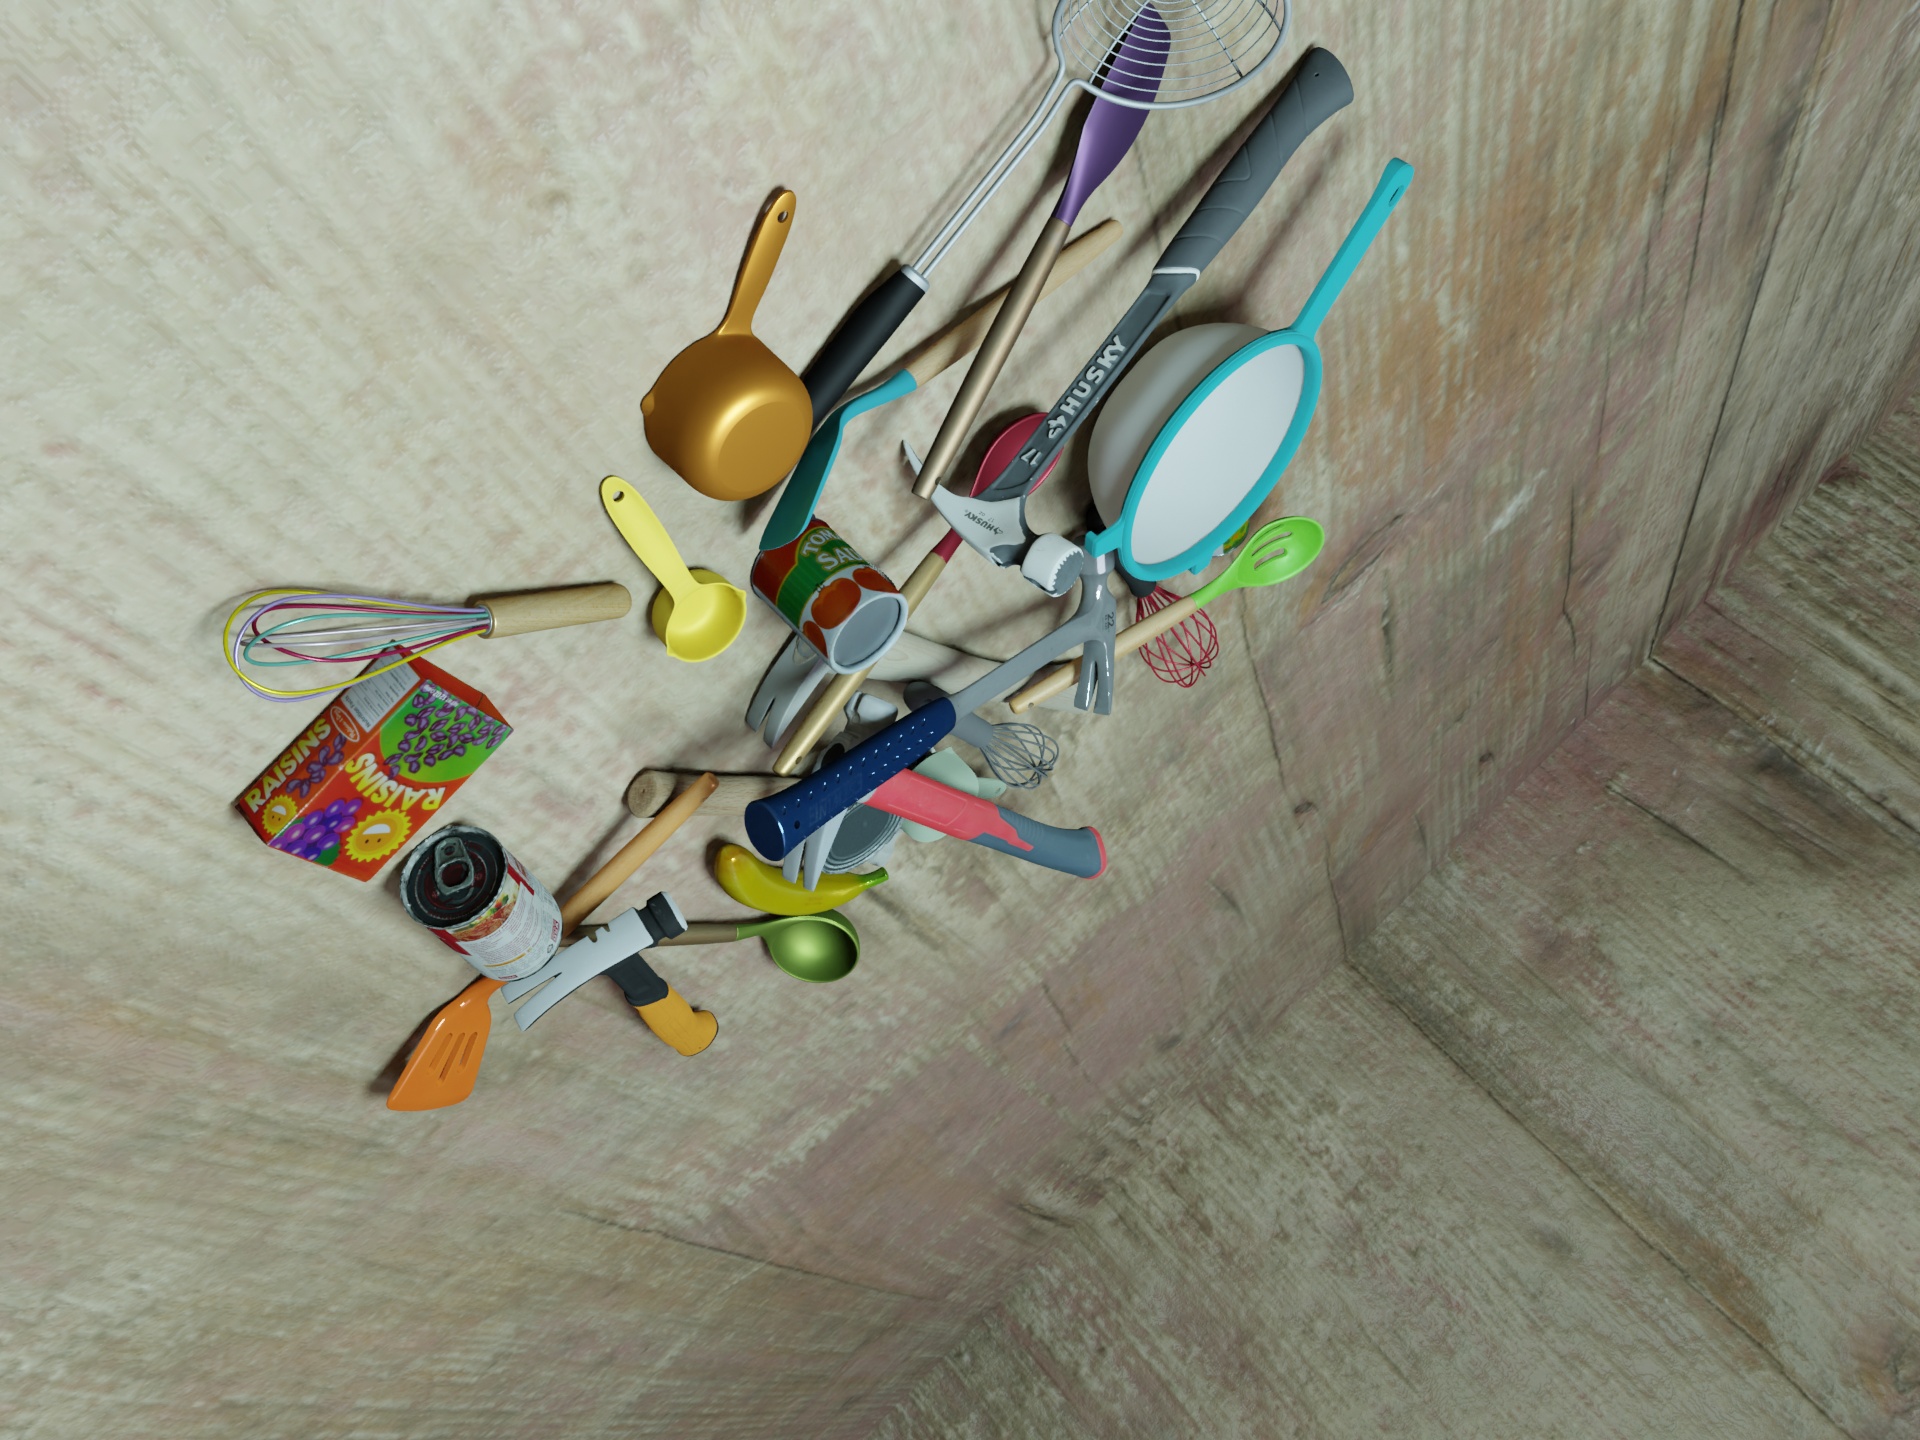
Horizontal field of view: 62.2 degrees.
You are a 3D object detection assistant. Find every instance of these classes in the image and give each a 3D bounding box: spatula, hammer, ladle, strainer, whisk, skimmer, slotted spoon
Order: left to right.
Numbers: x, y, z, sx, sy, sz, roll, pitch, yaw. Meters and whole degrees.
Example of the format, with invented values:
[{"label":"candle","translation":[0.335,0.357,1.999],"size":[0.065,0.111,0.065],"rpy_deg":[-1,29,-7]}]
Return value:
[{"label":"whisk","translation":[-0.272,-0.055,0.845],"size":[0.245,0.047,0.051],"rpy_deg":[-16,152,-51]},{"label":"spatula","translation":[-0.275,0.153,1.096],"size":[0.322,0.041,0.081],"rpy_deg":[-43,157,12]},{"label":"hammer","translation":[-0.239,0.214,1.200],"size":[0.127,0.034,0.336],"rpy_deg":[-31,161,-10]},{"label":"ladle","translation":[-0.195,0.179,1.255],"size":[0.078,0.062,0.320],"rpy_deg":[-36,156,26]},{"label":"hammer","translation":[-0.123,0.057,1.212],"size":[0.130,0.031,0.331],"rpy_deg":[-55,151,18]},{"label":"ladle","translation":[-0.029,-0.088,1.073],"size":[0.315,0.031,0.069],"rpy_deg":[-54,147,-14]},{"label":"spatula","translation":[-0.007,-0.216,0.987],"size":[0.317,0.044,0.082],"rpy_deg":[-40,-165,-18]},{"label":"hammer","translation":[-0.003,-0.030,1.259],"size":[0.146,0.038,0.410],"rpy_deg":[-53,152,16]},{"label":"hammer","translation":[-0.002,-0.004,1.139],"size":[0.405,0.035,0.144],"rpy_deg":[-34,127,-44]},{"label":"hammer","translation":[0.007,0.093,1.258],"size":[0.386,0.038,0.143],"rpy_deg":[25,86,-54]},{"label":"whisk","translation":[0.018,0.009,1.257],"size":[0.055,0.055,0.238],"rpy_deg":[-49,150,6]},{"label":"skimmer","translation":[0.028,-0.283,0.888],"size":[0.363,0.090,0.127],"rpy_deg":[-49,144,11]},{"label":"spatula","translation":[0.049,-0.275,0.955],"size":[0.316,0.018,0.059],"rpy_deg":[-62,152,4]},{"label":"whisk","translation":[0.163,-0.108,1.369],"size":[0.073,0.073,0.295],"rpy_deg":[-45,146,-1]},{"label":"hammer","translation":[0.124,-0.276,1.037],"size":[0.409,0.149,0.036],"rpy_deg":[-53,154,-6]},{"label":"slotted spoon","translation":[0.173,-0.088,1.333],"size":[0.314,0.031,0.070],"rpy_deg":[-31,137,-13]},{"label":"strainer","translation":[0.195,-0.265,1.155],"size":[0.211,0.095,0.340],"rpy_deg":[-1,127,-58]}]

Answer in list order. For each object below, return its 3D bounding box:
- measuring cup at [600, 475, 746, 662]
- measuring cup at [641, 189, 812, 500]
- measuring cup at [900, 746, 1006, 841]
[{"label":"measuring cup","translation":[-0.178,-0.095,0.947],"size":[0.062,0.029,0.156],"rpy_deg":[-40,141,-10]},{"label":"measuring cup","translation":[-0.109,-0.197,0.862],"size":[0.095,0.052,0.173],"rpy_deg":[-14,141,-46]},{"label":"measuring cup","translation":[0.005,0.067,1.330],"size":[0.083,0.038,0.167],"rpy_deg":[-56,153,17]}]
